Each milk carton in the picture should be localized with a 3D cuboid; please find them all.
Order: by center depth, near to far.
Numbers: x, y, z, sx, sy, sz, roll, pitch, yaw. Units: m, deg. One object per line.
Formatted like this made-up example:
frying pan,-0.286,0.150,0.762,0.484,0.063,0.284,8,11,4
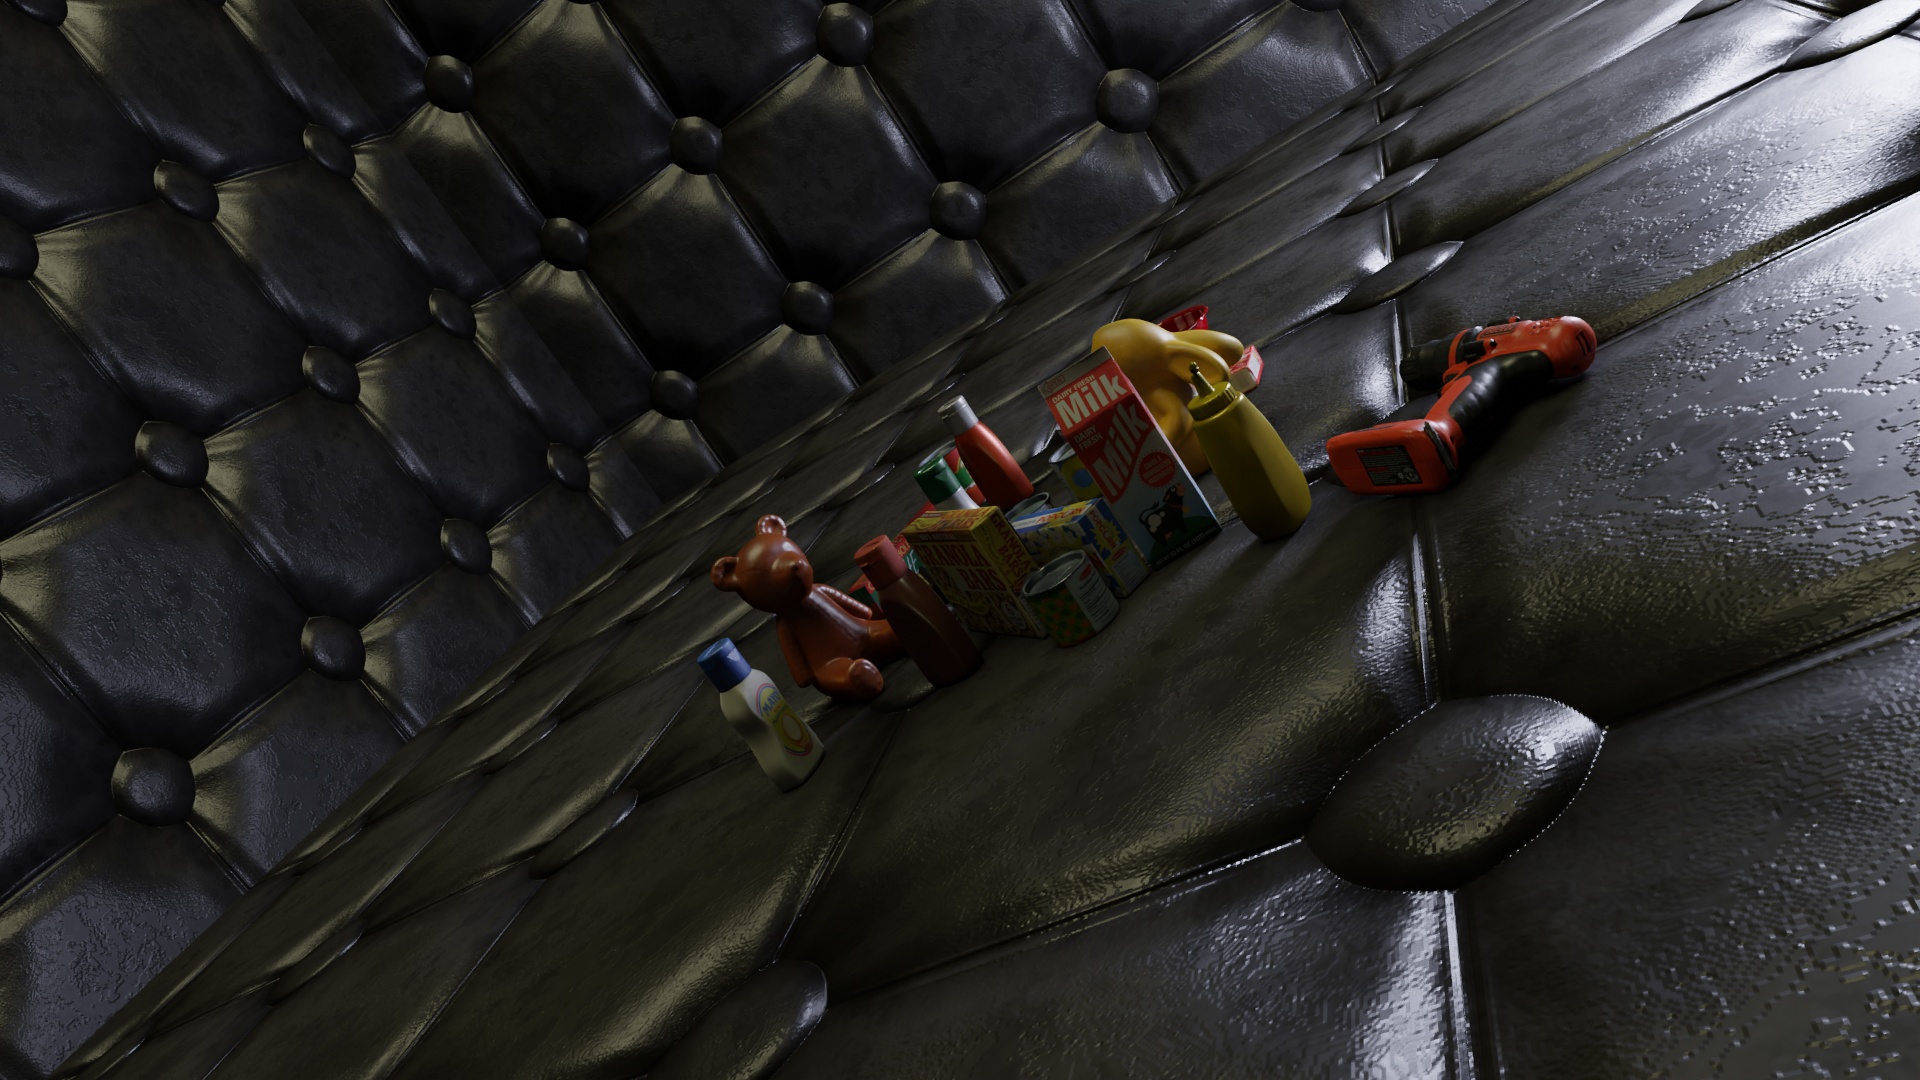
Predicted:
milk carton,0.148,-0.076,1.229,0.072,0.190,0.074,-32,14,10

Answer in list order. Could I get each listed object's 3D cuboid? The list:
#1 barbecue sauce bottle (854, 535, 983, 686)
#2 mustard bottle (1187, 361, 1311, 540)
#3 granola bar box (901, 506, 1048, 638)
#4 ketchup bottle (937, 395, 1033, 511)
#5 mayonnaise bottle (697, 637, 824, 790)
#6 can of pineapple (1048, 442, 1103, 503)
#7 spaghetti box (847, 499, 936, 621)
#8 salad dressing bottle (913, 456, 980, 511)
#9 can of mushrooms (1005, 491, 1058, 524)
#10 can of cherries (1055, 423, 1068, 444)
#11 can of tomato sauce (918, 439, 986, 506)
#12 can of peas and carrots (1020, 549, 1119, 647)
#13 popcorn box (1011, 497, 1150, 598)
barbecue sauce bottle,-0.043,0.065,1.281,0.064,0.148,0.044,-19,20,48
mustard bottle,0.225,-0.078,1.123,0.048,0.160,0.066,-22,18,42
granola bar box,0.021,0.029,1.305,0.039,0.124,0.165,-39,14,-20
ketchup bottle,0.027,-0.107,1.701,0.064,0.148,0.044,-18,21,50
mayonnaise bottle,-0.188,0.159,1.294,0.041,0.148,0.065,-27,15,29
can of pineapple,0.142,-0.083,1.545,0.071,0.057,0.071,-32,14,9
spaghetti box,-0.059,0.014,1.697,0.028,0.050,0.251,-24,17,36
salad dressing bottle,0.005,-0.018,1.453,0.064,0.147,0.044,-41,15,-26
can of mushrooms,0.079,-0.023,1.539,0.071,0.033,0.071,-32,14,9
can of cherries,0.156,-0.128,1.666,0.071,0.058,0.072,-32,14,9
can of tomato sauce,-0.004,-0.082,1.827,0.071,0.083,0.071,-32,14,9
can of peas and carrots,0.094,0.051,1.203,0.071,0.058,0.071,-32,14,9
popcorn box,0.101,0.013,1.259,0.038,0.085,0.126,-42,16,-30
